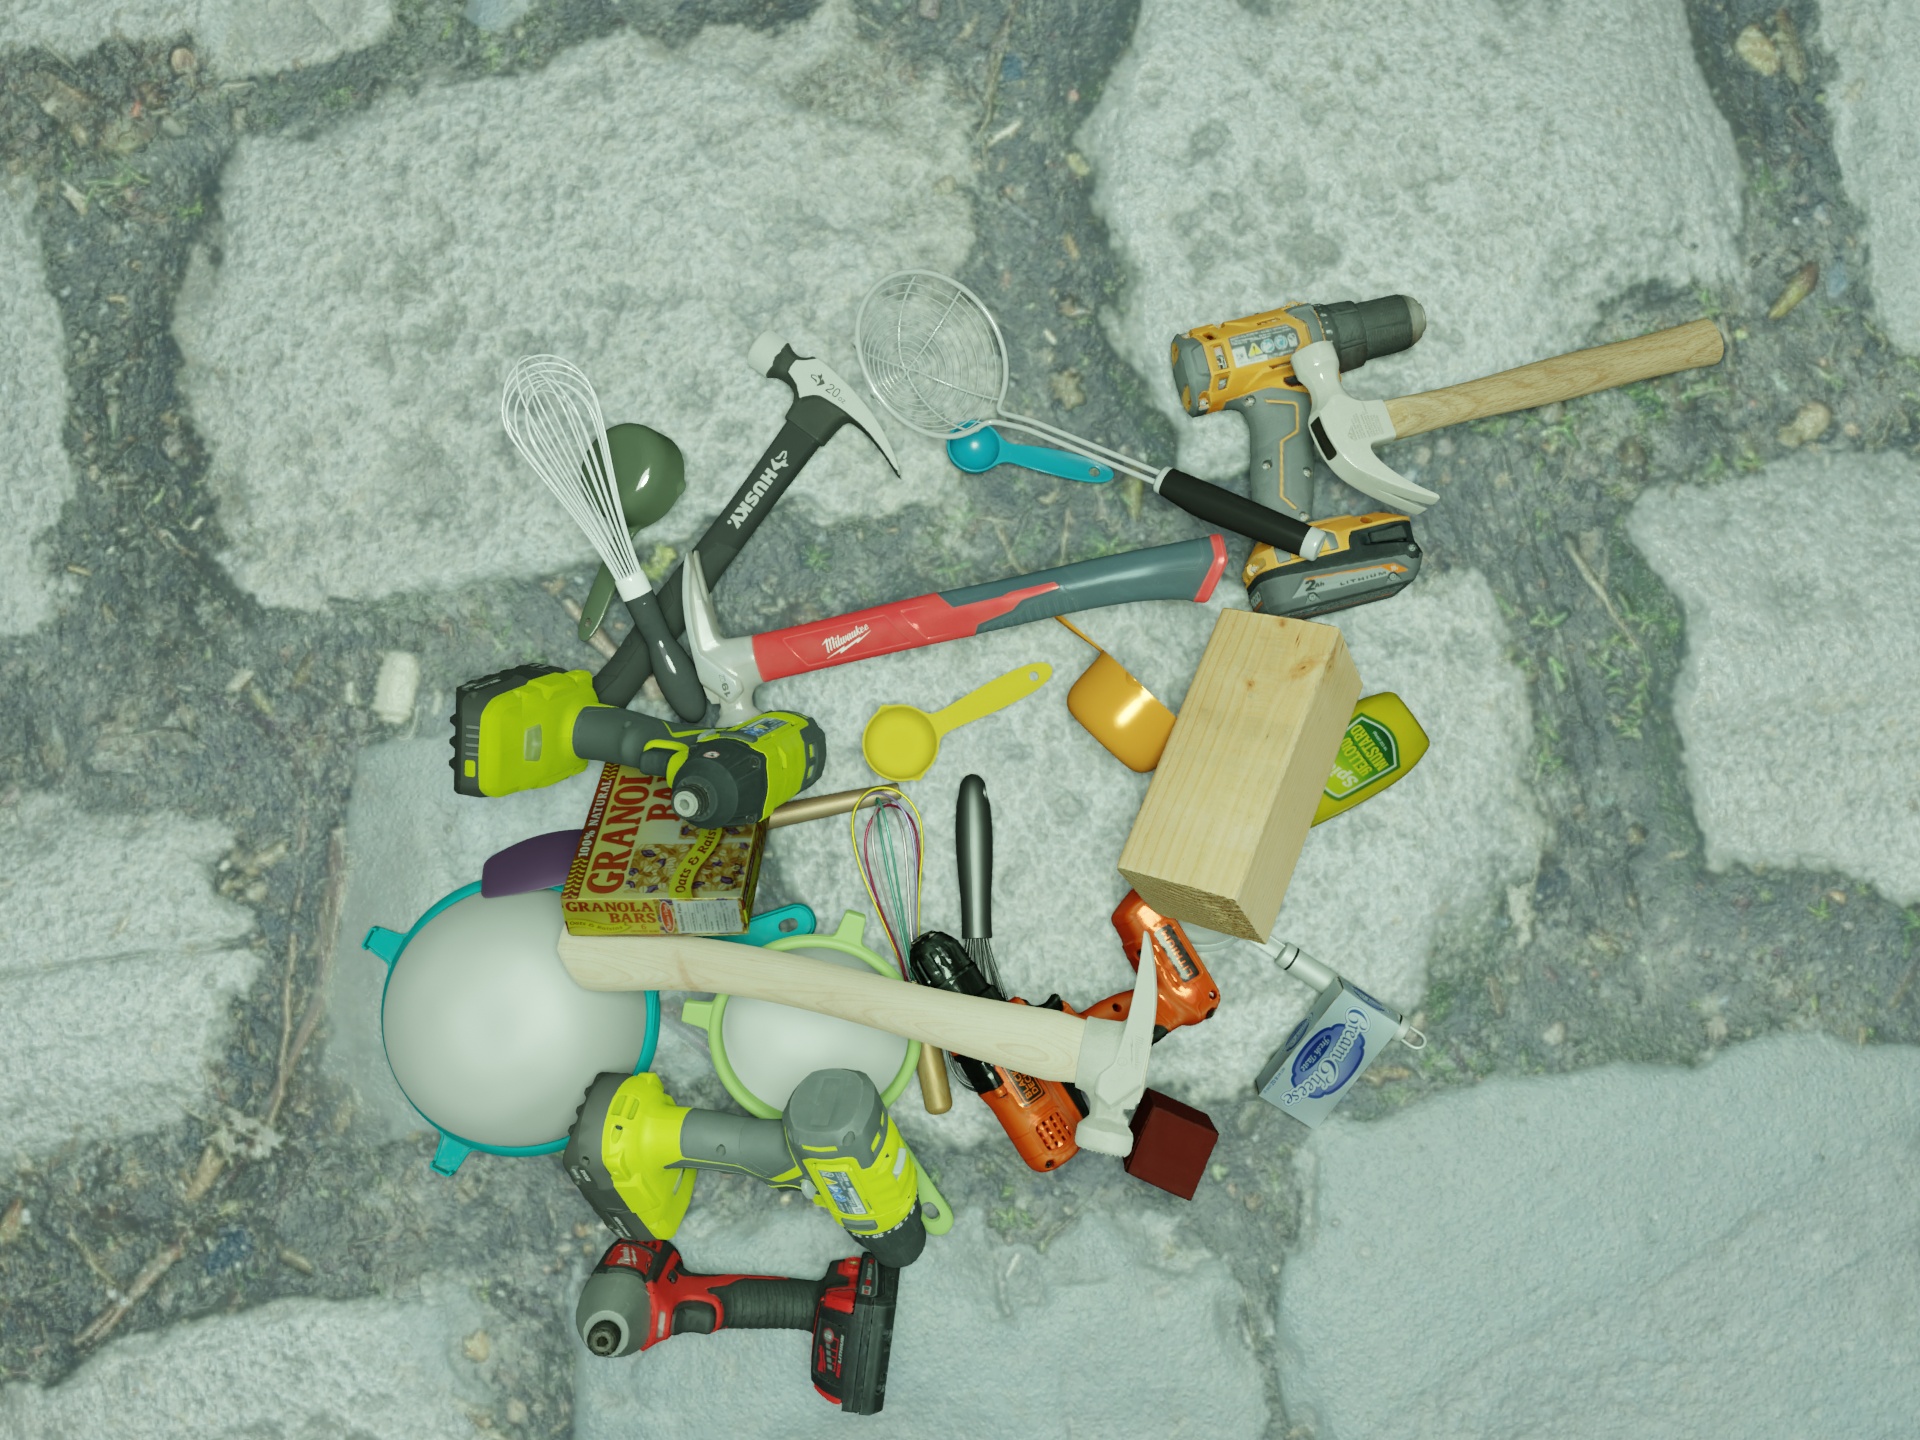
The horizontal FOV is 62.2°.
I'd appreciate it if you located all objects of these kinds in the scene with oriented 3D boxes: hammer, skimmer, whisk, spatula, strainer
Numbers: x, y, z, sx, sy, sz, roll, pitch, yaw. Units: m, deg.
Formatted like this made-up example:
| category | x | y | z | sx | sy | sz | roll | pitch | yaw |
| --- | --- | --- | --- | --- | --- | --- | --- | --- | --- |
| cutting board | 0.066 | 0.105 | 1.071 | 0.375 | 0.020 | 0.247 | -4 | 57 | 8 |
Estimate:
| category | x | y | z | sx | sy | sz | roll | pitch | yaw |
| --- | --- | --- | --- | --- | --- | --- | --- | --- | --- |
| hammer | 0.402 | -0.235 | 1.133 | 0.331 | 0.031 | 0.130 | -15 | 81 | -14 |
| skimmer | 0.090 | -0.211 | 1.120 | 0.363 | 0.090 | 0.127 | 27 | 62 | 19 |
| whisk | -0.035 | 0.168 | 1.168 | 0.047 | 0.051 | 0.245 | -12 | 92 | -23 |
| hammer | -0.074 | 0.176 | 1.076 | 0.410 | 0.038 | 0.146 | 11 | 82 | 10 |
| hammer | -0.006 | -0.091 | 1.131 | 0.386 | 0.038 | 0.143 | -12 | 98 | 8 |
| whisk | -0.247 | -0.125 | 1.131 | 0.070 | 0.070 | 0.284 | -23 | 104 | 1 |
| hammer | -0.183 | -0.118 | 1.192 | 0.146 | 0.035 | 0.335 | 36 | 89 | 4 |
| spatula | -0.200 | 0.082 | 1.184 | 0.316 | 0.060 | 0.018 | -11 | 130 | -2 |
| strainer | 0.232 | 0.167 | 1.162 | 0.258 | 0.050 | 0.087 | 33 | 105 | 0 |
| strainer | -0.076 | 0.261 | 1.163 | 0.151 | 0.069 | 0.256 | -30 | 102 | 6 |
| whisk | 0.014 | 0.158 | 1.169 | 0.055 | 0.055 | 0.239 | -2 | 83 | 2 |
| strainer | -0.271 | 0.199 | 1.150 | 0.340 | 0.095 | 0.211 | -18 | 87 | 3 |

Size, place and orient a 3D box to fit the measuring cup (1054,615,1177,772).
| category | x | y | z | sx | sy | sz | roll | pitch | yaw |
| --- | --- | --- | --- | --- | --- | --- | --- | --- | --- |
| measuring cup | 0.090 | -0.030 | 1.164 | 0.174 | 0.095 | 0.052 | 43 | 95 | 22 |

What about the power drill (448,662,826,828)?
| category | x | y | z | sx | sy | sz | roll | pitch | yaw |
| --- | --- | --- | --- | --- | --- | --- | --- | --- | --- |
| power drill | -0.223 | 0.022 | 1.076 | 0.223 | 0.171 | 0.080 | 9 | 104 | 16 |

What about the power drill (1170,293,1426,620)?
| category | x | y | z | sx | sy | sz | roll | pitch | yaw |
| --- | --- | --- | --- | --- | --- | --- | --- | --- | --- |
| power drill | 0.269 | -0.198 | 1.159 | 0.185 | 0.084 | 0.226 | -14 | 83 | 0 |

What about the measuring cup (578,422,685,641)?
| category | x | y | z | sx | sy | sz | roll | pitch | yaw |
| --- | --- | --- | --- | --- | --- | --- | --- | --- | --- |
| measuring cup | -0.260 | -0.141 | 1.174 | 0.083 | 0.038 | 0.167 | 14 | 81 | 28 |

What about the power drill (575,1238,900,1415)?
| category | x | y | z | sx | sy | sz | roll | pitch | yaw |
| --- | --- | --- | --- | --- | --- | --- | --- | --- | --- |
| power drill | -0.156 | 0.417 | 1.114 | 0.219 | 0.143 | 0.078 | 7 | 90 | 0 |

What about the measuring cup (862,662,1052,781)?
| category | x | y | z | sx | sy | sz | roll | pitch | yaw |
| --- | --- | --- | --- | --- | --- | --- | --- | --- | --- |
| measuring cup | -0.002 | -0.004 | 1.190 | 0.156 | 0.029 | 0.062 | -26 | 87 | -11 |

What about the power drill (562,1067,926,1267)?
| category | x | y | z | sx | sy | sz | roll | pitch | yaw |
| --- | --- | --- | --- | --- | --- | --- | --- | --- | --- |
| power drill | -0.140 | 0.316 | 1.106 | 0.228 | 0.190 | 0.080 | -2 | 43 | 18 |

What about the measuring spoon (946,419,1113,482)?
| category | x | y | z | sx | sy | sz | roll | pitch | yaw |
| --- | --- | --- | --- | --- | --- | --- | --- | --- | --- |
| measuring spoon | 0.051 | -0.194 | 1.198 | 0.128 | 0.021 | 0.042 | 11 | 73 | -6 |
